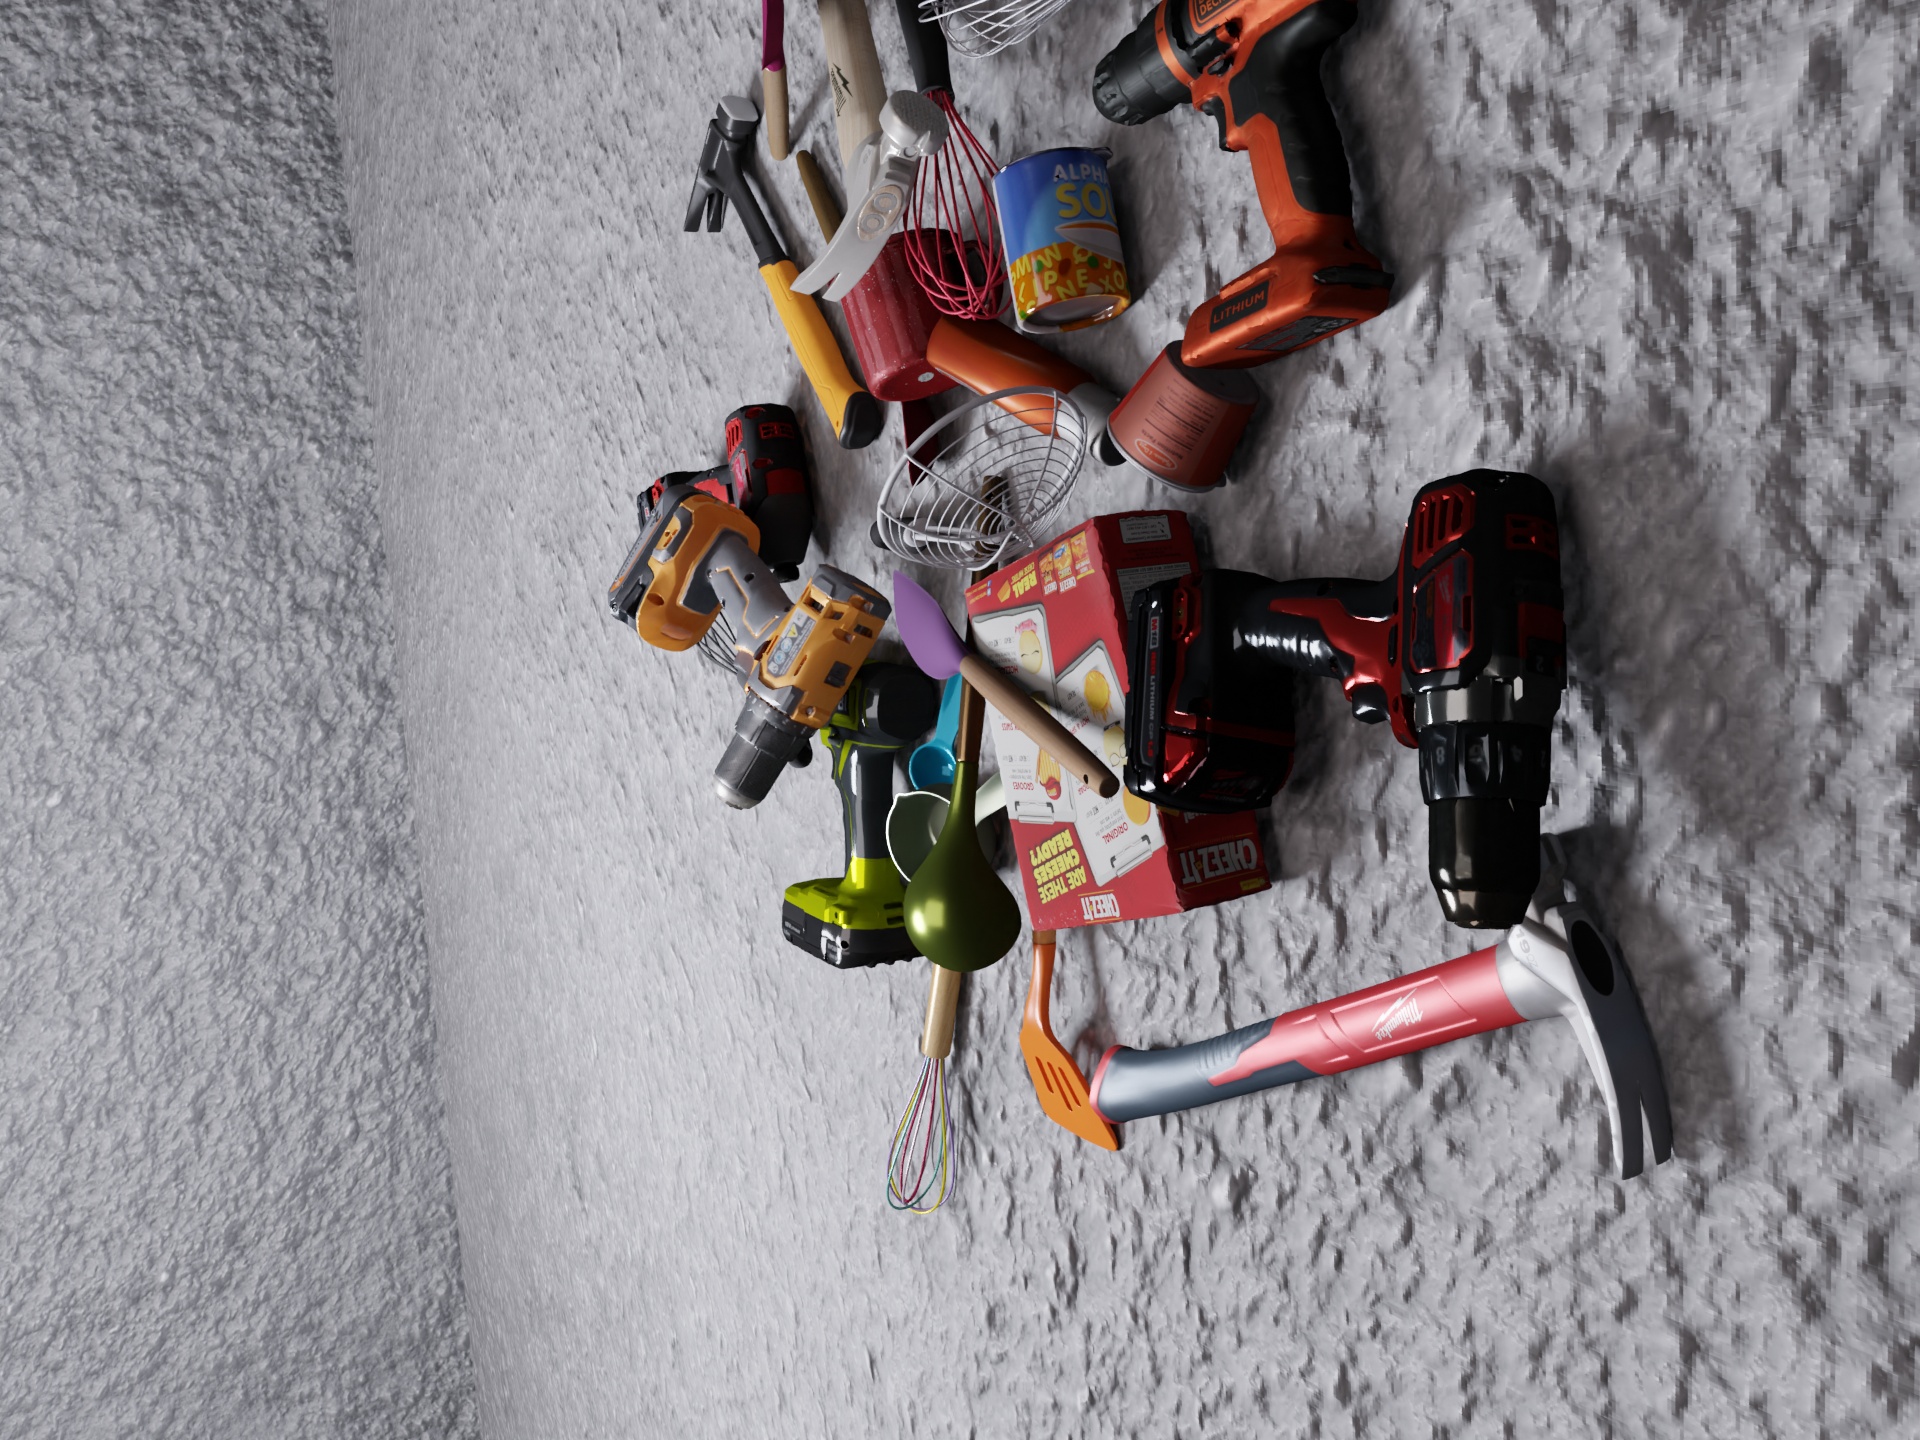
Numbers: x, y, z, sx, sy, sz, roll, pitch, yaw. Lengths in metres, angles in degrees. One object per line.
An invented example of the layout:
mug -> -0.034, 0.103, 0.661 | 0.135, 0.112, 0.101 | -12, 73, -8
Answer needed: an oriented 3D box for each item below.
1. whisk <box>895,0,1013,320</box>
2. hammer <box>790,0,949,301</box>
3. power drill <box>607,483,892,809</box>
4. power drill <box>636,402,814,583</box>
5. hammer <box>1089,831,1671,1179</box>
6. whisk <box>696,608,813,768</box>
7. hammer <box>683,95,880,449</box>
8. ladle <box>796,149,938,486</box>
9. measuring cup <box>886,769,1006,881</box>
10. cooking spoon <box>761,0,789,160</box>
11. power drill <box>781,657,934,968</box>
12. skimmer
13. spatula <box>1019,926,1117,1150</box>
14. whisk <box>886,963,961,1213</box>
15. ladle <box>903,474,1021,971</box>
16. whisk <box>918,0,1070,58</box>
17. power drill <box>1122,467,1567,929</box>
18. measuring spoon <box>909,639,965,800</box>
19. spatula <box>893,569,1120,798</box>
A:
whisk -> -0.012, -0.366, 0.976 | 0.073, 0.073, 0.296 | -45, 48, 54
hammer -> -0.082, -0.458, 1.023 | 0.146, 0.038, 0.411 | -46, 44, 46
power drill -> -0.169, -0.057, 1.176 | 0.226, 0.084, 0.185 | 36, 99, 38
power drill -> -0.192, -0.167, 1.340 | 0.220, 0.078, 0.143 | -18, 81, 57
hammer -> 0.182, 0.180, 0.814 | 0.386, 0.038, 0.143 | -39, 65, 56
whisk -> -0.163, -0.033, 1.244 | 0.239, 0.055, 0.055 | 53, 139, 47
hammer -> -0.140, -0.335, 1.247 | 0.337, 0.034, 0.127 | 64, 145, 28
ladle -> -0.070, -0.299, 1.140 | 0.069, 0.031, 0.316 | 83, 168, -63
measuring cup -> 0.017, 0.056, 1.074 | 0.167, 0.038, 0.083 | -40, 81, 36
cooking spoon -> -0.126, -0.441, 1.087 | 0.319, 0.017, 0.069 | -168, 79, -84
power drill -> -0.084, 0.063, 1.208 | 0.171, 0.080, 0.223 | 12, 103, 58
skimmer -> -0.021, -0.144, 0.986 | 0.090, 0.127, 0.363 | 66, 169, -12
spatula -> 0.060, 0.116, 1.017 | 0.081, 0.041, 0.322 | 8, 101, 58
whisk -> -0.025, 0.264, 1.185 | 0.047, 0.051, 0.245 | 40, 127, 56
ladle -> 0.011, 0.002, 1.029 | 0.078, 0.062, 0.320 | 3, 84, 19
whisk -> 0.066, -0.411, 0.858 | 0.285, 0.070, 0.070 | 17, 111, 52
power drill -> 0.173, 0.000, 0.721 | 0.227, 0.080, 0.188 | -12, 73, 57
measuring spoon -> -0.002, -0.004, 1.110 | 0.042, 0.021, 0.128 | 28, 115, 24
spatula -> 0.016, -0.021, 0.927 | 0.316, 0.018, 0.059 | -137, 40, -59
